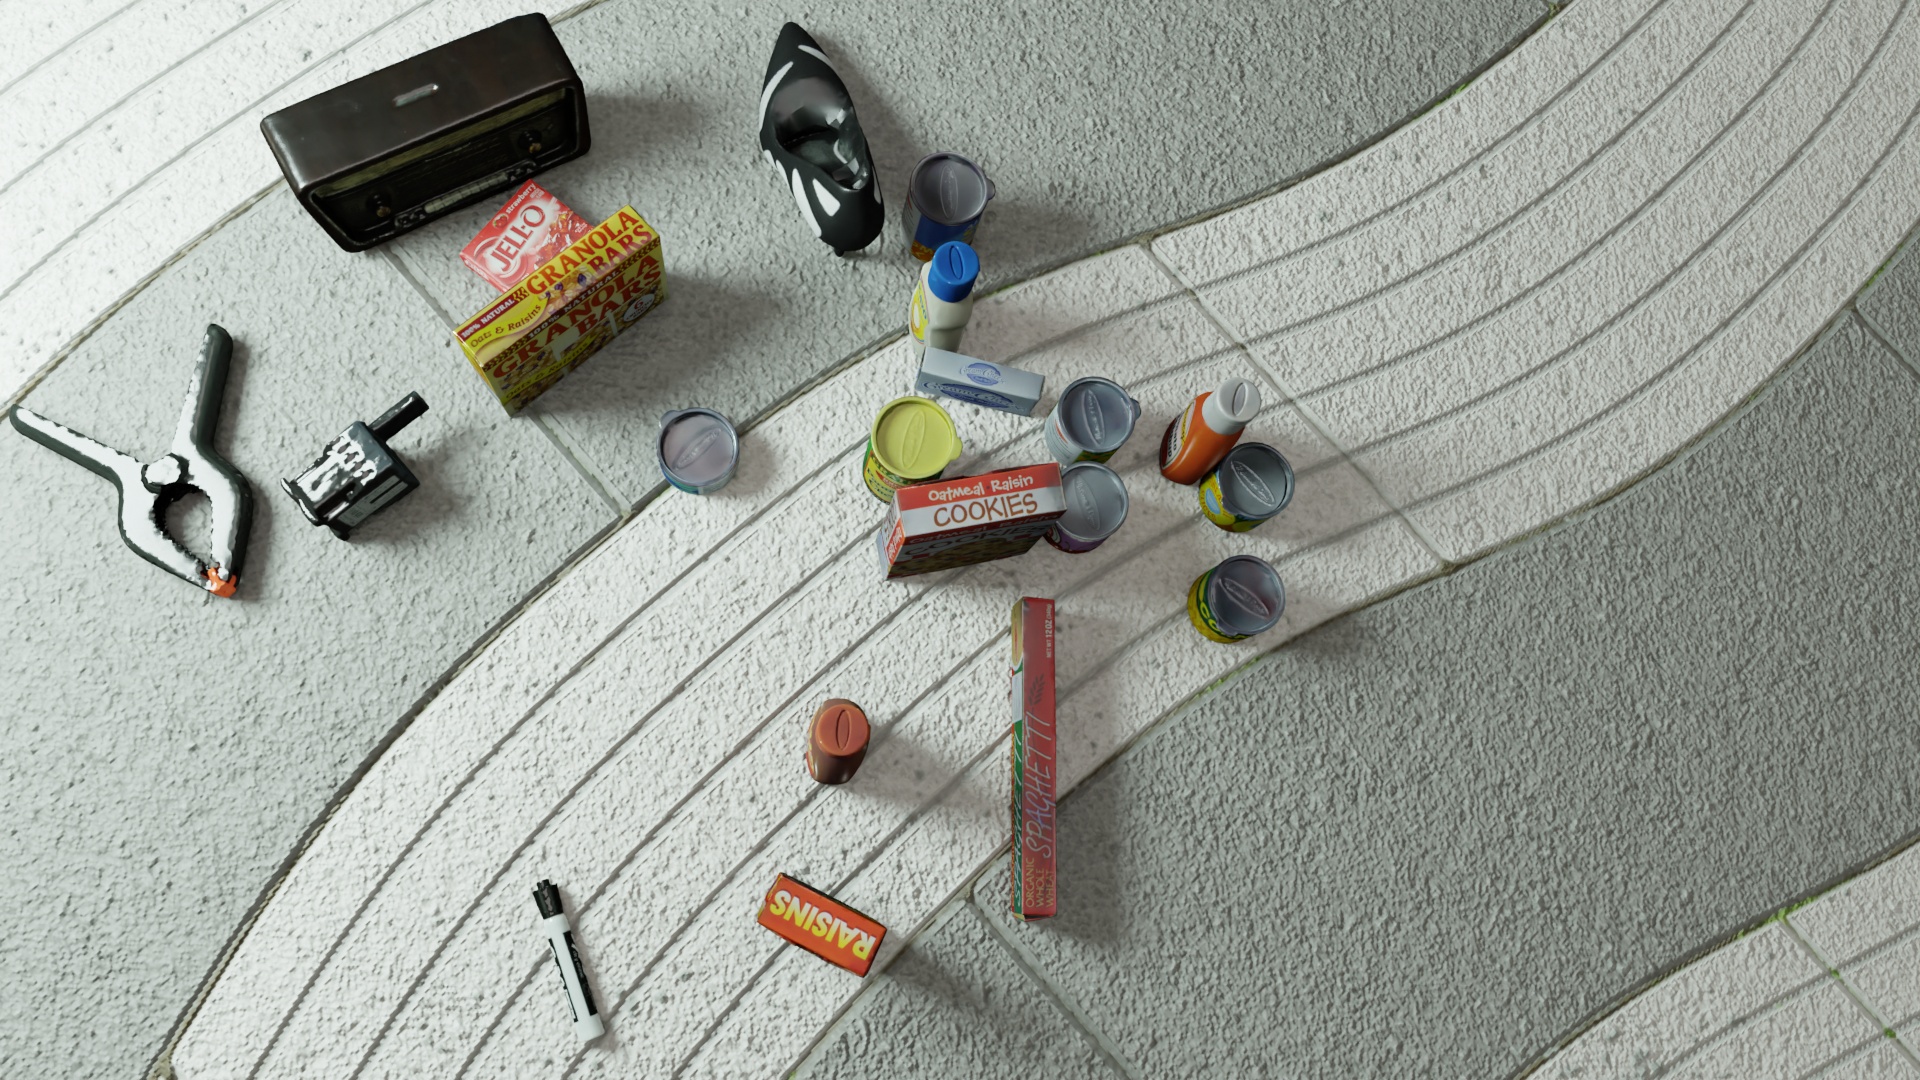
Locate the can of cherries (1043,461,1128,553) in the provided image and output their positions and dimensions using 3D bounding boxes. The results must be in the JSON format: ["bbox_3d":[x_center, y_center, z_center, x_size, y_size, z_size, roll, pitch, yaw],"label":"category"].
[{"bbox_3d":[0.097,-0.026,1.146,0.071,0.058,0.071,2,77,-8],"label":"can of cherries"}]

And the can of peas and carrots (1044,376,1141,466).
[{"bbox_3d":[0.110,-0.098,1.165,0.071,0.058,0.071,2,77,-8],"label":"can of peas and carrots"}]

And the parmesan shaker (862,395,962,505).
[{"bbox_3d":[-0.040,-0.068,1.112,0.071,0.103,0.071,2,77,-8],"label":"parmesan shaker"}]

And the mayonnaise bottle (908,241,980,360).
[{"bbox_3d":[-0.014,-0.196,1.123,0.041,0.147,0.065,-9,79,-10],"label":"mayonnaise bottle"}]

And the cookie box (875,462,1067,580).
[{"bbox_3d":[0.004,-0.013,1.073,0.123,0.167,0.040,-10,79,-11],"label":"cookie box"}]

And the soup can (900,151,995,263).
[{"bbox_3d":[-0.012,-0.279,1.176,0.071,0.083,0.071,2,77,-8],"label":"soup can"}]

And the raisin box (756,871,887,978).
[{"bbox_3d":[-0.104,0.278,1.012,0.086,0.123,0.040,28,75,-1],"label":"raisin box"}]

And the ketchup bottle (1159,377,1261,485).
[{"bbox_3d":[0.204,-0.092,1.131,0.043,0.148,0.065,17,76,-4],"label":"ketchup bottle"}]

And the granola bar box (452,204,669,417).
[{"bbox_3d":[-0.308,-0.178,1.087,0.166,0.124,0.039,-41,86,-15],"label":"granola bar box"}]

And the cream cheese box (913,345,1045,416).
[{"bbox_3d":[0.015,-0.132,1.161,0.104,0.053,0.024,13,76,-5],"label":"cream cheese box"}]

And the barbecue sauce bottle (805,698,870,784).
[{"bbox_3d":[-0.091,0.147,1.032,0.044,0.148,0.065,5,77,-7],"label":"barbecue sauce bottle"}]

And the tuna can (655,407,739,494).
[{"bbox_3d":[-0.214,-0.073,1.124,0.071,0.032,0.071,2,77,-8],"label":"tuna can"}]

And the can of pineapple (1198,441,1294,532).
[{"bbox_3d":[0.239,-0.043,1.172,0.071,0.057,0.071,2,77,-8],"label":"can of pineapple"}]

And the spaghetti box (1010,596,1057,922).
[{"bbox_3d":[0.057,0.171,1.099,0.029,0.050,0.250,2,77,-8],"label":"spaghetti box"}]

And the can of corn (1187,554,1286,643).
[{"bbox_3d":[0.226,0.052,1.148,0.071,0.058,0.071,2,77,-8],"label":"can of corn"}]
